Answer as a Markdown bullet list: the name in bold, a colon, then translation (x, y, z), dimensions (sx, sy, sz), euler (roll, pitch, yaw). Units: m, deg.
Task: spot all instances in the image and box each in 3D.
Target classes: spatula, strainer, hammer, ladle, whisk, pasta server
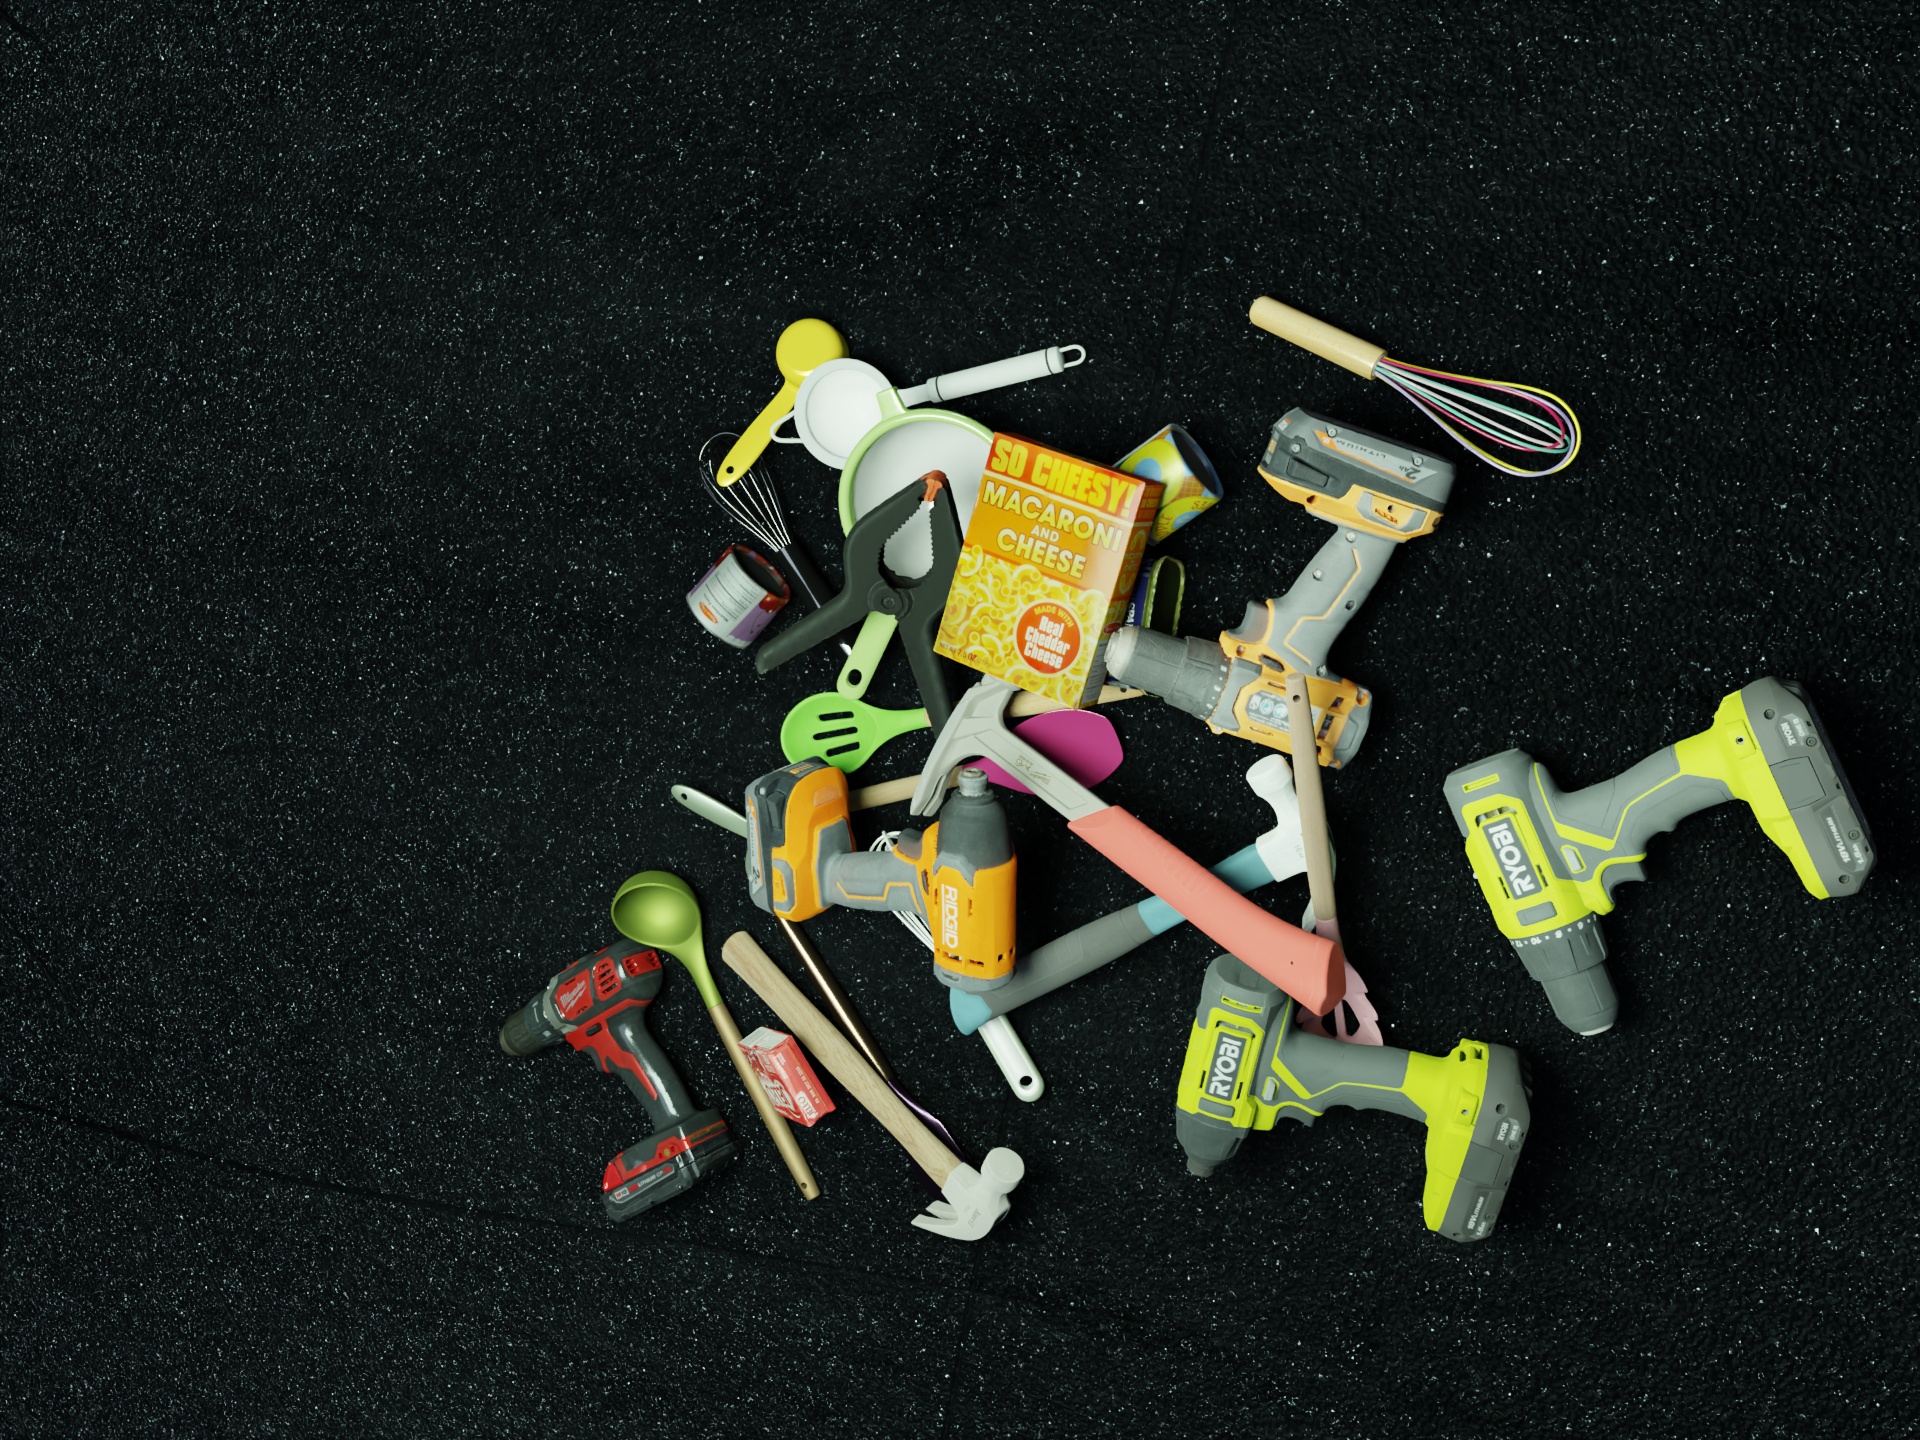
- **spatula**: translation (-0.076, 0.283, 1.338), dimensions (0.059, 0.018, 0.316), euler (-41, 78, 35)
- **strainer**: translation (-0.033, -0.128, 1.240), dimensions (0.151, 0.069, 0.256), euler (29, 119, 3)
- **strainer**: translation (-0.025, -0.253, 1.232), dimensions (0.258, 0.050, 0.086), euler (-9, 106, 22)
- **hammer**: translation (0.117, 0.096, 1.128), dimensions (0.359, 0.036, 0.149), euler (37, 106, 32)
- **ladle**: translation (-0.207, 0.275, 1.383), dimensions (0.078, 0.062, 0.320), euler (-30, 85, 21)
- **whisk**: translation (-0.144, -0.139, 1.304), dimensions (0.055, 0.055, 0.239), euler (-37, 83, 26)
- **hammer**: translation (-0.085, 0.296, 1.316), dimensions (0.331, 0.031, 0.130), euler (41, 133, 24)
- **pasta server**: translation (0.248, 0.115, 1.091), dimensions (0.060, 0.040, 0.316), euler (-5, 115, 16)
- **hammer**: translation (0.127, 0.151, 1.178), dimensions (0.331, 0.033, 0.128), euler (-30, 103, 23)
- **whisk**: translation (0.302, -0.233, 1.068), dimensions (0.245, 0.051, 0.047), euler (33, 144, 25)
- **whisk**: translation (-0.001, 0.196, 1.275), dimensions (0.058, 0.059, 0.246), euler (-30, 86, -1)

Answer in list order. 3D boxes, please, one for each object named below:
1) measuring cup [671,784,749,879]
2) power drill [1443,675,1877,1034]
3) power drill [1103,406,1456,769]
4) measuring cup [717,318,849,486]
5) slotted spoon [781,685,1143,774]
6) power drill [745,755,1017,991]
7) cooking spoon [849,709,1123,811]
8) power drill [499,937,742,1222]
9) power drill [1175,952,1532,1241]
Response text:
- **measuring cup**: translation (-0.183, 0.102, 1.341), dimensions (0.167, 0.038, 0.083), euler (28, 121, 13)
- **power drill**: translation (0.448, 0.086, 1.016), dimensions (0.228, 0.080, 0.190), euler (-25, 85, 30)
- **power drill**: translation (0.214, -0.094, 1.082), dimensions (0.185, 0.084, 0.226), euler (18, 107, -2)
- **measuring cup**: translation (-0.149, -0.254, 1.271), dimensions (0.062, 0.029, 0.156), euler (36, 90, 13)
- **slotted spoon**: translation (-0.002, -0.004, 1.260), dimensions (0.314, 0.031, 0.070), euler (-9, 92, 26)
- **power drill**: translation (-0.055, 0.096, 1.192), dimensions (0.227, 0.084, 0.164), euler (14, 114, 35)
- **cooking spoon**: translation (-0.017, 0.048, 1.277), dimensions (0.319, 0.017, 0.068), euler (-14, 107, 28)
- **power drill**: translation (-0.315, 0.328, 1.434), dimensions (0.188, 0.080, 0.227), euler (-32, 79, 26)
- **power drill**: translation (0.264, 0.268, 1.100), dimensions (0.223, 0.080, 0.171), euler (14, 115, 13)
